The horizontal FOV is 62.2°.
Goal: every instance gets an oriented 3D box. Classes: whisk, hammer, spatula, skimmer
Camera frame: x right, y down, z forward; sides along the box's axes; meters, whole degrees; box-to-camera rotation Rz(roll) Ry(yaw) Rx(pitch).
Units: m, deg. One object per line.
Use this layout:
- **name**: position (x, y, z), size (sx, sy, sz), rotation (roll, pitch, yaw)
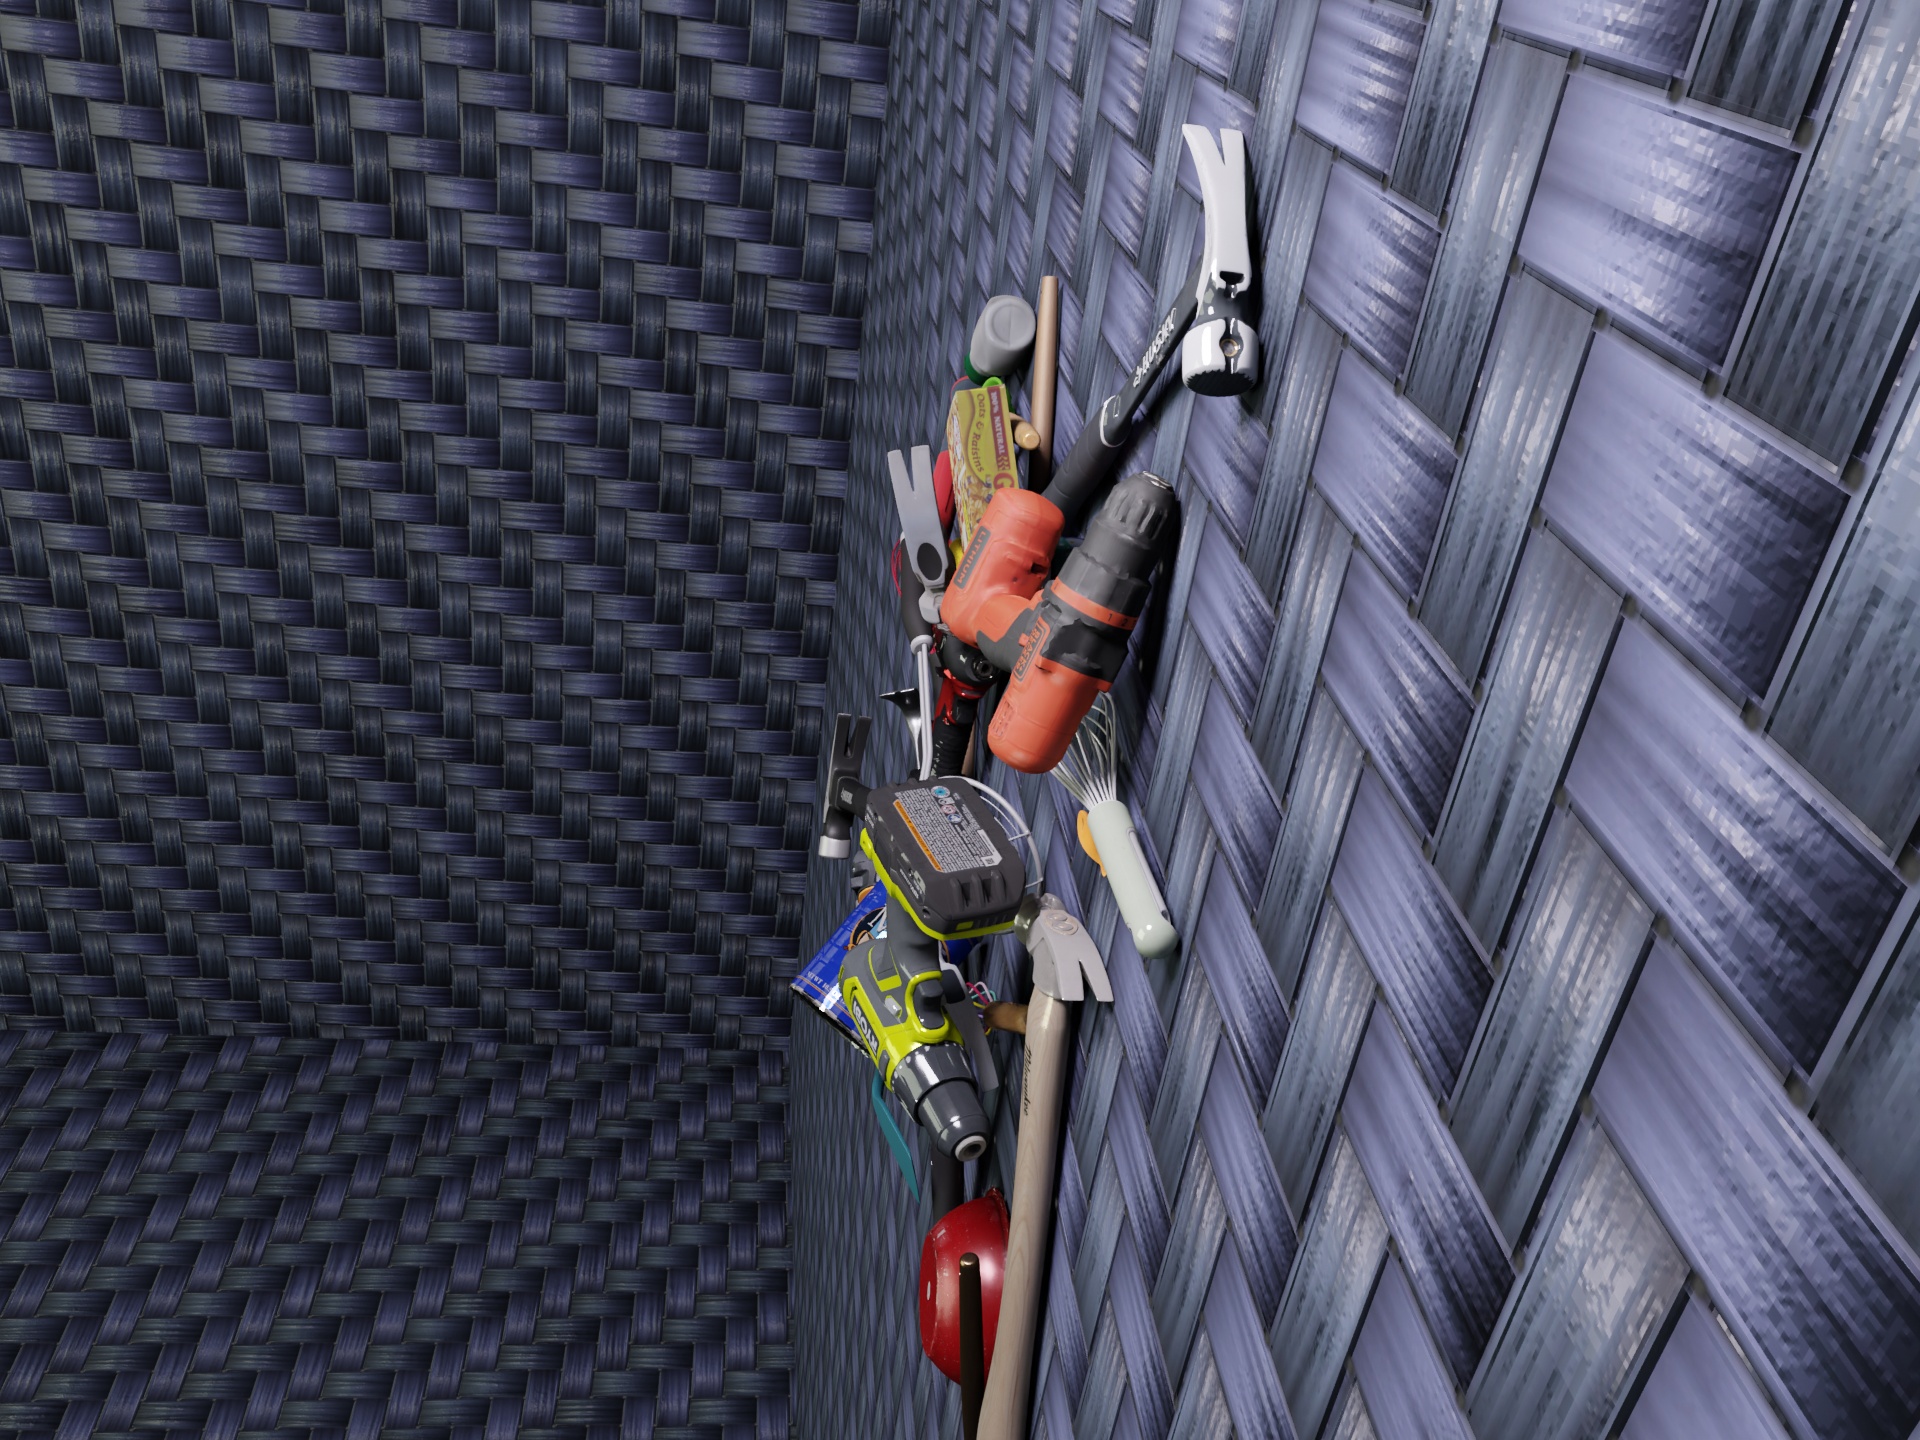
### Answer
- **whisk**: position (0.084, 0.051, 0.920), size (0.057, 0.059, 0.247), rotation (55, -170, -34)
- **hammer**: position (-0.030, 0.155, 1.502), size (0.144, 0.035, 0.406), rotation (62, -161, -60)
- **hammer**: position (0.097, -0.192, 0.952), size (0.409, 0.036, 0.149), rotation (128, 146, -75)
- **hammer**: position (-0.011, 0.332, 1.294), size (0.128, 0.033, 0.330), rotation (-125, 28, -50)
- **whisk**: position (0.026, 0.231, 1.243), size (0.245, 0.051, 0.047), rotation (149, 103, -74)
- **hammer**: position (0.048, 0.331, 1.056), size (0.146, 0.038, 0.410), rotation (-124, 38, -73)
- **hammer**: position (-0.086, 0.071, 1.464), size (0.335, 0.035, 0.146), rotation (-172, 90, -77)
- **whisk**: position (-0.023, -0.078, 1.594), size (0.073, 0.073, 0.296), rotation (106, 159, -54)
- **spatula**: position (0.060, -0.183, 1.228), size (0.060, 0.018, 0.316), rotation (-151, 64, -83)
- **skimmer**: position (-0.002, -0.004, 1.267), size (0.127, 0.090, 0.364), rotation (-48, 36, 44)
- **spatula**: position (-0.052, 0.267, 1.415), size (0.082, 0.044, 0.318), rotation (84, -174, -48)
- **hammer**: position (-0.010, -0.234, 1.367), size (0.387, 0.038, 0.143), rotation (-81, -19, -58)

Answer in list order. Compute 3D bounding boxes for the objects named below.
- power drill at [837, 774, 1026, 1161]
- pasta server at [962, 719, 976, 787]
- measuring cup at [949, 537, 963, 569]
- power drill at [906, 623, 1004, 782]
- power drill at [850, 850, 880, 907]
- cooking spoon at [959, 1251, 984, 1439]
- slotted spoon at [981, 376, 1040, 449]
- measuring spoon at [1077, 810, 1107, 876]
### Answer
- **power drill**: position (-0.019, 0.173, 1.104), size (0.191, 0.080, 0.228), rotation (-126, 36, -47)
- **pasta server**: position (-0.001, 0.015, 1.478), size (0.060, 0.040, 0.316), rotation (-169, 81, -64)
- **measuring cup**: position (0.028, -0.123, 1.325), size (0.157, 0.062, 0.029), rotation (-132, 61, -67)
- **power drill**: position (-0.002, 0.011, 1.376), size (0.143, 0.078, 0.219), rotation (-116, 34, -69)
- **power drill**: position (-0.062, 0.239, 1.566), size (0.185, 0.084, 0.226), rotation (83, -178, -63)
- **cooking spoon**: position (0.009, 0.513, 1.170), size (0.069, 0.017, 0.318), rotation (-94, 2, -64)
- **slotted spoon**: position (0.039, -0.231, 1.252), size (0.314, 0.031, 0.070), rotation (-106, 18, -75)
- **measuring spoon**: position (0.087, 0.076, 0.999), size (0.117, 0.011, 0.021), rotation (-116, 31, -79)
